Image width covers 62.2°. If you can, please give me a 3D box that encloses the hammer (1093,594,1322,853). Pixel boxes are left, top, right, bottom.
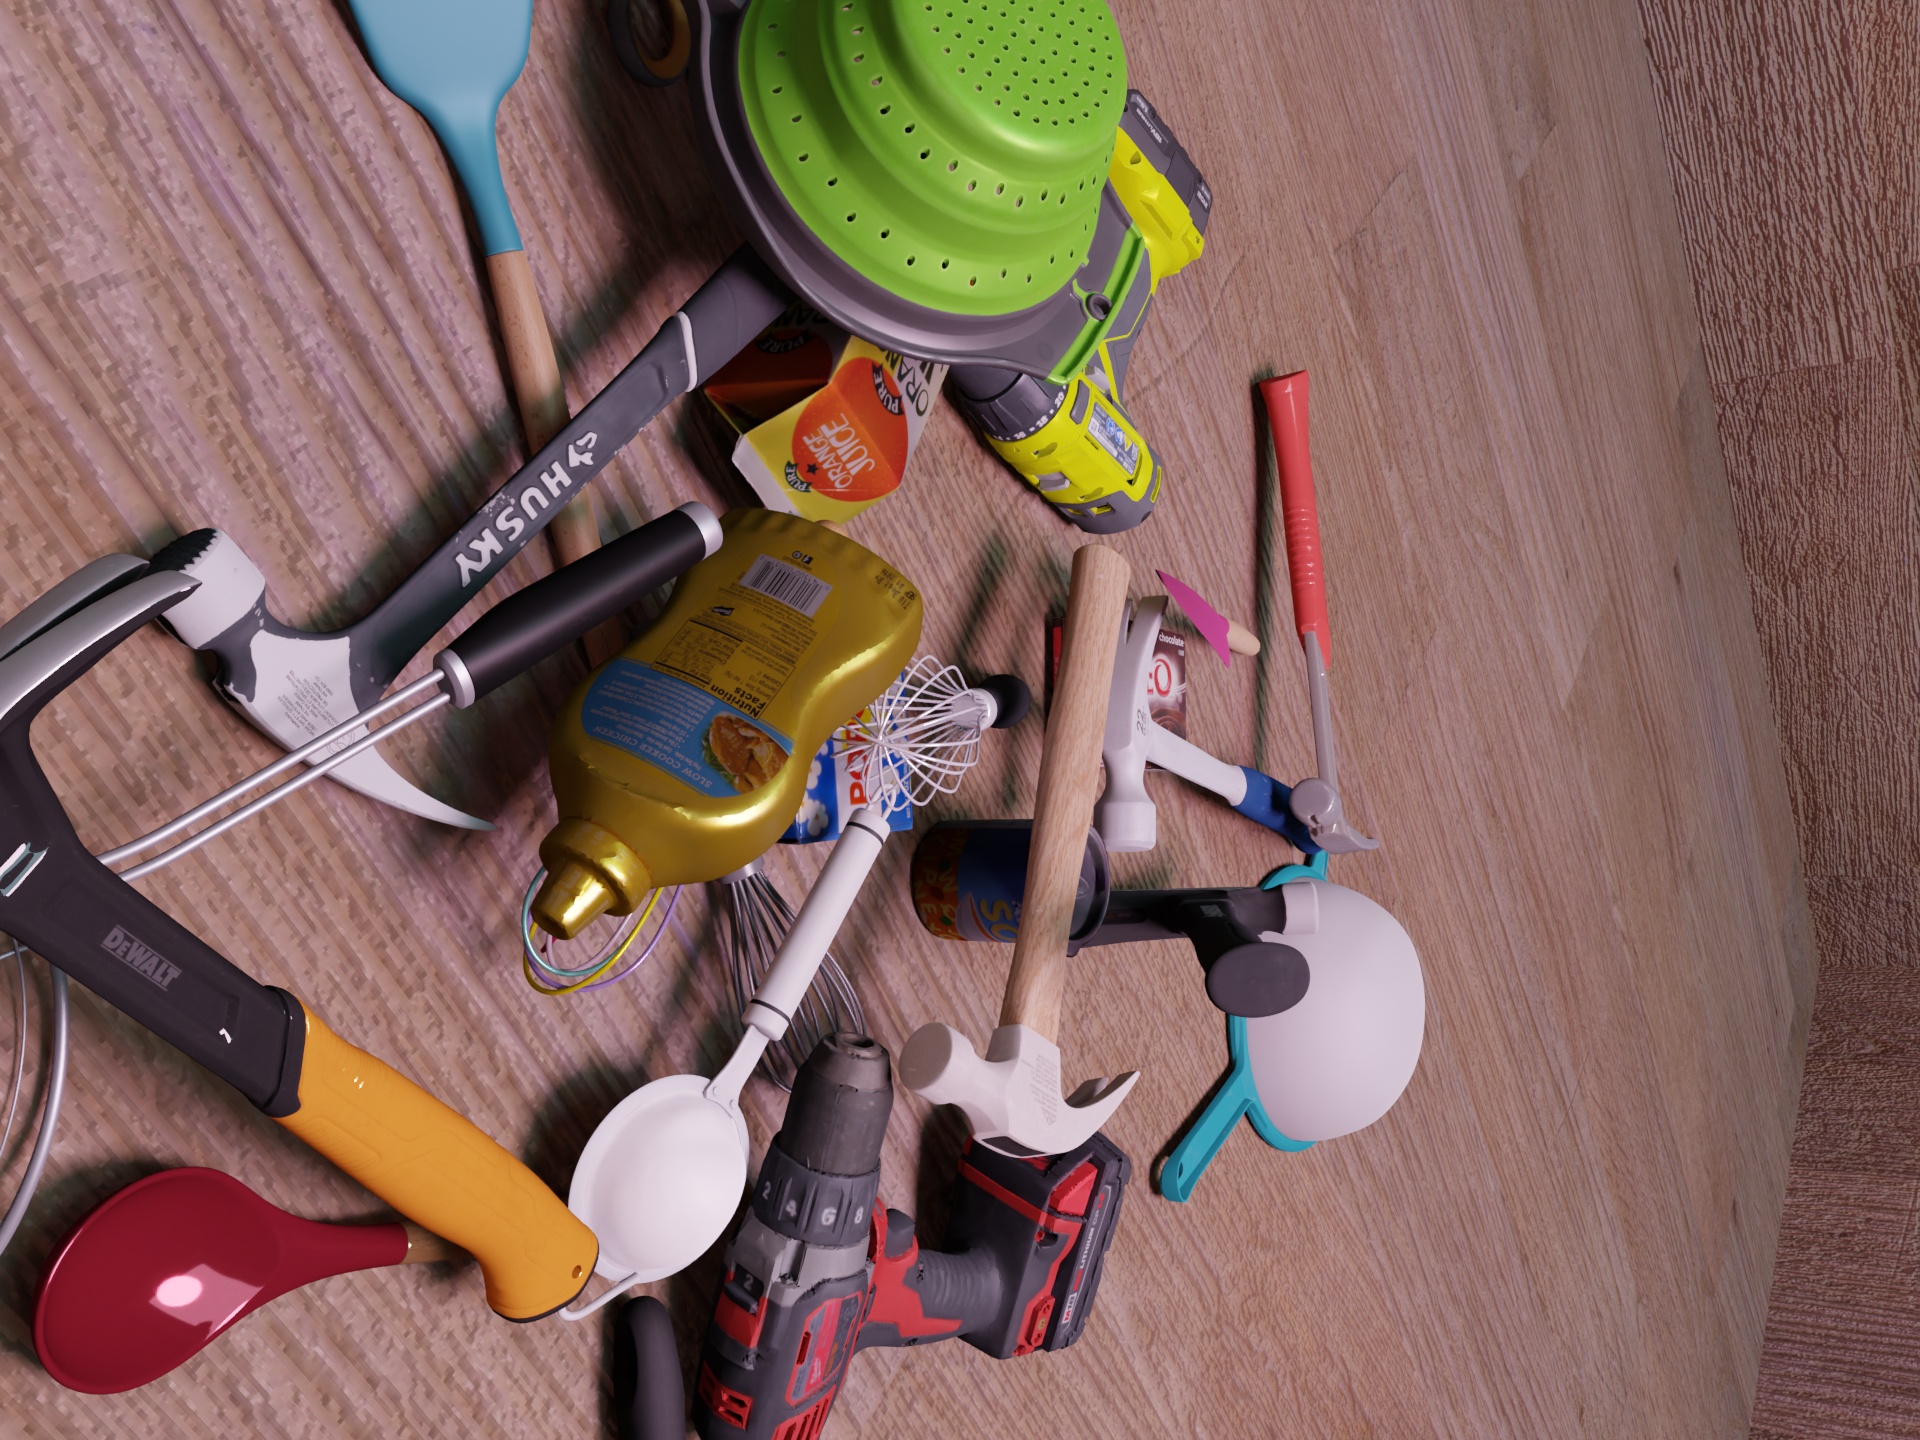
[{"bbox_3d":[0.174,0.034,1.023,0.405,0.035,0.144,23,67,-61],"label":"hammer"}]

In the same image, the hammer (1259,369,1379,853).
[{"bbox_3d":[0.256,-0.085,1.154,0.149,0.037,0.359,29,55,-60],"label":"hammer"}]

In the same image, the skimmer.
[{"bbox_3d":[-0.192,0.032,0.504,0.363,0.090,0.127,-39,152,-35],"label":"skimmer"}]

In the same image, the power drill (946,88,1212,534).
[{"bbox_3d":[0.066,-0.247,0.927,0.190,0.080,0.229,35,63,-46],"label":"power drill"}]

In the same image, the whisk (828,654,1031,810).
[{"bbox_3d":[0.000,-0.002,0.772,0.284,0.070,0.070,-17,102,-76],"label":"whisk"}]

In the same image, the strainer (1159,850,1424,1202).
[{"bbox_3d":[0.250,0.234,1.114,0.340,0.095,0.211,-34,114,-50],"label":"strainer"}]

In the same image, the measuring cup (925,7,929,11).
[{"bbox_3d":[-0.036,-0.443,0.823,0.173,0.052,0.095,49,51,-42],"label":"measuring cup"}]

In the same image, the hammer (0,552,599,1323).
[{"bbox_3d":[-0.187,0.102,0.476,0.127,0.034,0.336,-60,150,-27],"label":"hammer"}]

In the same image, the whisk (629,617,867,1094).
[{"bbox_3d":[-0.096,0.066,0.709,0.055,0.055,0.239,-36,112,-49],"label":"whisk"}]

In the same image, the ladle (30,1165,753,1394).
[{"bbox_3d":[-0.187,0.191,0.592,0.315,0.031,0.069,15,86,-54],"label":"ladle"}]

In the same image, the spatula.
[{"bbox_3d":[-0.172,-0.159,0.627,0.082,0.044,0.317,-19,105,-27],"label":"spatula"}]

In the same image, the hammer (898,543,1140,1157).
[{"bbox_3d":[0.051,0.050,0.776,0.129,0.031,0.332,40,47,-36],"label":"hammer"}]

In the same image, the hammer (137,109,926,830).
[{"bbox_3d":[-0.121,-0.132,0.640,0.409,0.036,0.149,-52,130,-27],"label":"hammer"}]

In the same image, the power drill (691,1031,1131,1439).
[{"bbox_3d":[-0.017,0.229,0.741,0.226,0.080,0.188,6,101,-50],"label":"power drill"}]

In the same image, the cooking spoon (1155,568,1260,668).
[{"bbox_3d":[0.165,-0.057,1.003,0.069,0.017,0.318,55,12,11],"label":"cooking spoon"}]

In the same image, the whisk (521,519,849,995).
[{"bbox_3d":[-0.110,0.007,0.658,0.051,0.047,0.245,39,58,-19],"label":"whisk"}]

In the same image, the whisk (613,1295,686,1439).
[{"bbox_3d":[-0.118,0.385,0.646,0.073,0.073,0.296,0,82,-53],"label":"whisk"}]

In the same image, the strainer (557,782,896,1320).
[{"bbox_3d":[-0.085,0.132,0.664,0.086,0.050,0.258,50,57,-39],"label":"strainer"}]

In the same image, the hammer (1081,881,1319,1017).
[{"bbox_3d":[0.129,0.113,0.819,0.334,0.146,0.035,17,70,-85],"label":"hammer"}]

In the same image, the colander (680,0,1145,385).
[{"bbox_3d":[-0.063,-0.304,0.628,0.396,0.094,0.205,36,60,-17],"label":"colander"}]
